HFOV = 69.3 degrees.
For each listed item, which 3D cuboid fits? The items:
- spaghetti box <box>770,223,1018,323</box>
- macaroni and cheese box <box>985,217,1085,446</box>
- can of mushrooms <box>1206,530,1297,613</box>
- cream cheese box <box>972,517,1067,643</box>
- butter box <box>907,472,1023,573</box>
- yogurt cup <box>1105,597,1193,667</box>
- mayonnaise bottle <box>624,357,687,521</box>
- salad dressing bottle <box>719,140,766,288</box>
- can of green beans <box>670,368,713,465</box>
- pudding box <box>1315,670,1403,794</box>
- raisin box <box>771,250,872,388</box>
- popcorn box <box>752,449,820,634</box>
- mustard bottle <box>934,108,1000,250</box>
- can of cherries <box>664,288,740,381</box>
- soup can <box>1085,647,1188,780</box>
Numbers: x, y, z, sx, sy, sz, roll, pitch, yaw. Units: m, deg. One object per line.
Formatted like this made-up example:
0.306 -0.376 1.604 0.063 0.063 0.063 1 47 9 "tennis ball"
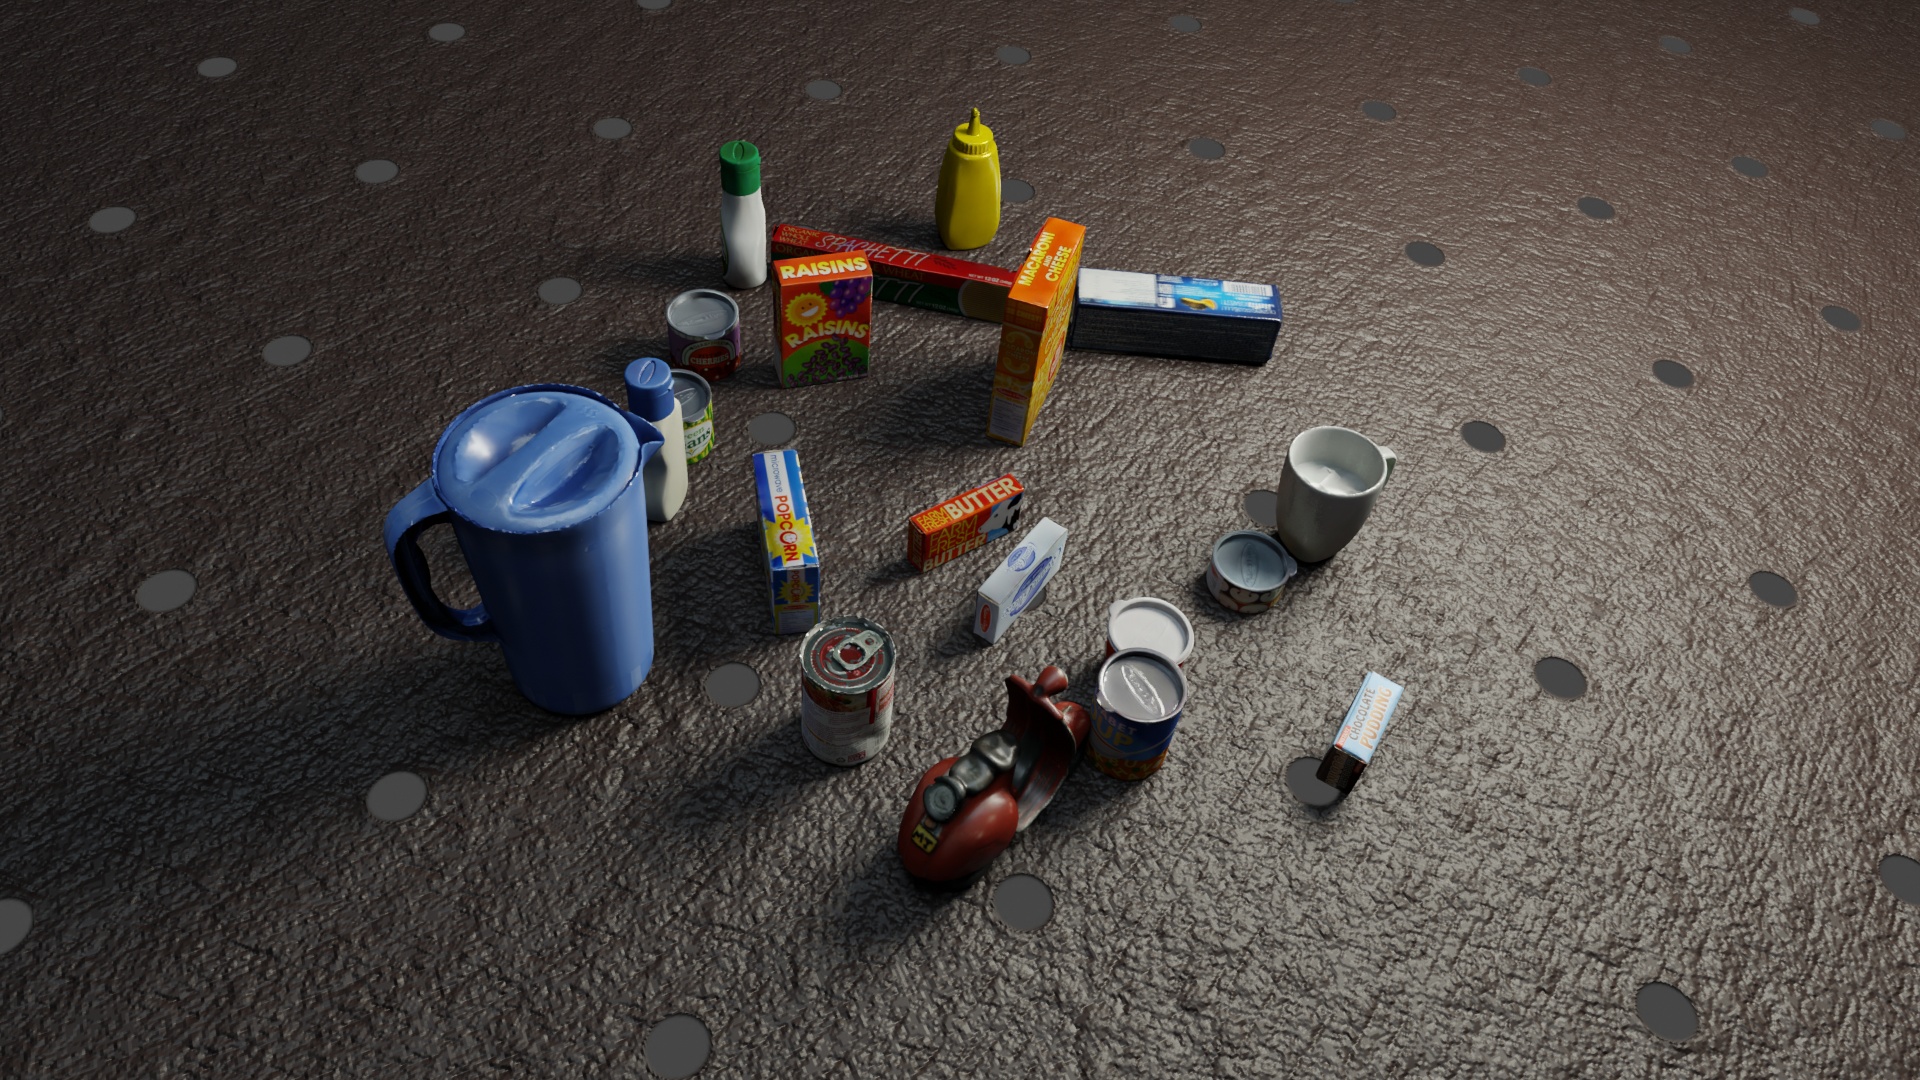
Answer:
-0.067 -0.264 1.375 0.250 0.049 0.029 12 49 4 "spaghetti box"
0.066 -0.186 1.247 0.040 0.165 0.124 18 50 9 "macaroni and cheese box"
0.244 0.027 1.170 0.071 0.033 0.071 3 49 -4 "can of mushrooms"
0.048 0.032 1.132 0.024 0.053 0.104 30 53 19 "cream cheese box"
0.004 -0.015 1.167 0.104 0.052 0.024 -25 56 -25 "butter box"
0.145 0.087 1.095 0.072 0.053 0.073 3 49 -4 "yogurt cup"
-0.250 -0.084 1.136 0.041 0.147 0.065 10 49 2 "mayonnaise bottle"
-0.210 -0.313 1.337 0.044 0.146 0.064 1 50 -6 "salad dressing bottle"
-0.250 -0.107 1.215 0.071 0.057 0.071 3 49 -4 "can of green beans"
0.306 0.146 1.064 0.030 0.049 0.084 27 52 16 "pudding box"
-0.126 -0.201 1.267 0.086 0.122 0.040 -9 51 -14 "raisin box"
-0.140 0.000 1.117 0.038 0.084 0.127 -6 51 -12 "popcorn box"
0.010 -0.369 1.402 0.065 0.159 0.049 -12 52 -16 "mustard bottle"
-0.237 -0.188 1.286 0.071 0.058 0.072 3 49 -4 "can of cherries"
0.126 0.131 1.035 0.071 0.083 0.072 3 49 -4 "soup can"
